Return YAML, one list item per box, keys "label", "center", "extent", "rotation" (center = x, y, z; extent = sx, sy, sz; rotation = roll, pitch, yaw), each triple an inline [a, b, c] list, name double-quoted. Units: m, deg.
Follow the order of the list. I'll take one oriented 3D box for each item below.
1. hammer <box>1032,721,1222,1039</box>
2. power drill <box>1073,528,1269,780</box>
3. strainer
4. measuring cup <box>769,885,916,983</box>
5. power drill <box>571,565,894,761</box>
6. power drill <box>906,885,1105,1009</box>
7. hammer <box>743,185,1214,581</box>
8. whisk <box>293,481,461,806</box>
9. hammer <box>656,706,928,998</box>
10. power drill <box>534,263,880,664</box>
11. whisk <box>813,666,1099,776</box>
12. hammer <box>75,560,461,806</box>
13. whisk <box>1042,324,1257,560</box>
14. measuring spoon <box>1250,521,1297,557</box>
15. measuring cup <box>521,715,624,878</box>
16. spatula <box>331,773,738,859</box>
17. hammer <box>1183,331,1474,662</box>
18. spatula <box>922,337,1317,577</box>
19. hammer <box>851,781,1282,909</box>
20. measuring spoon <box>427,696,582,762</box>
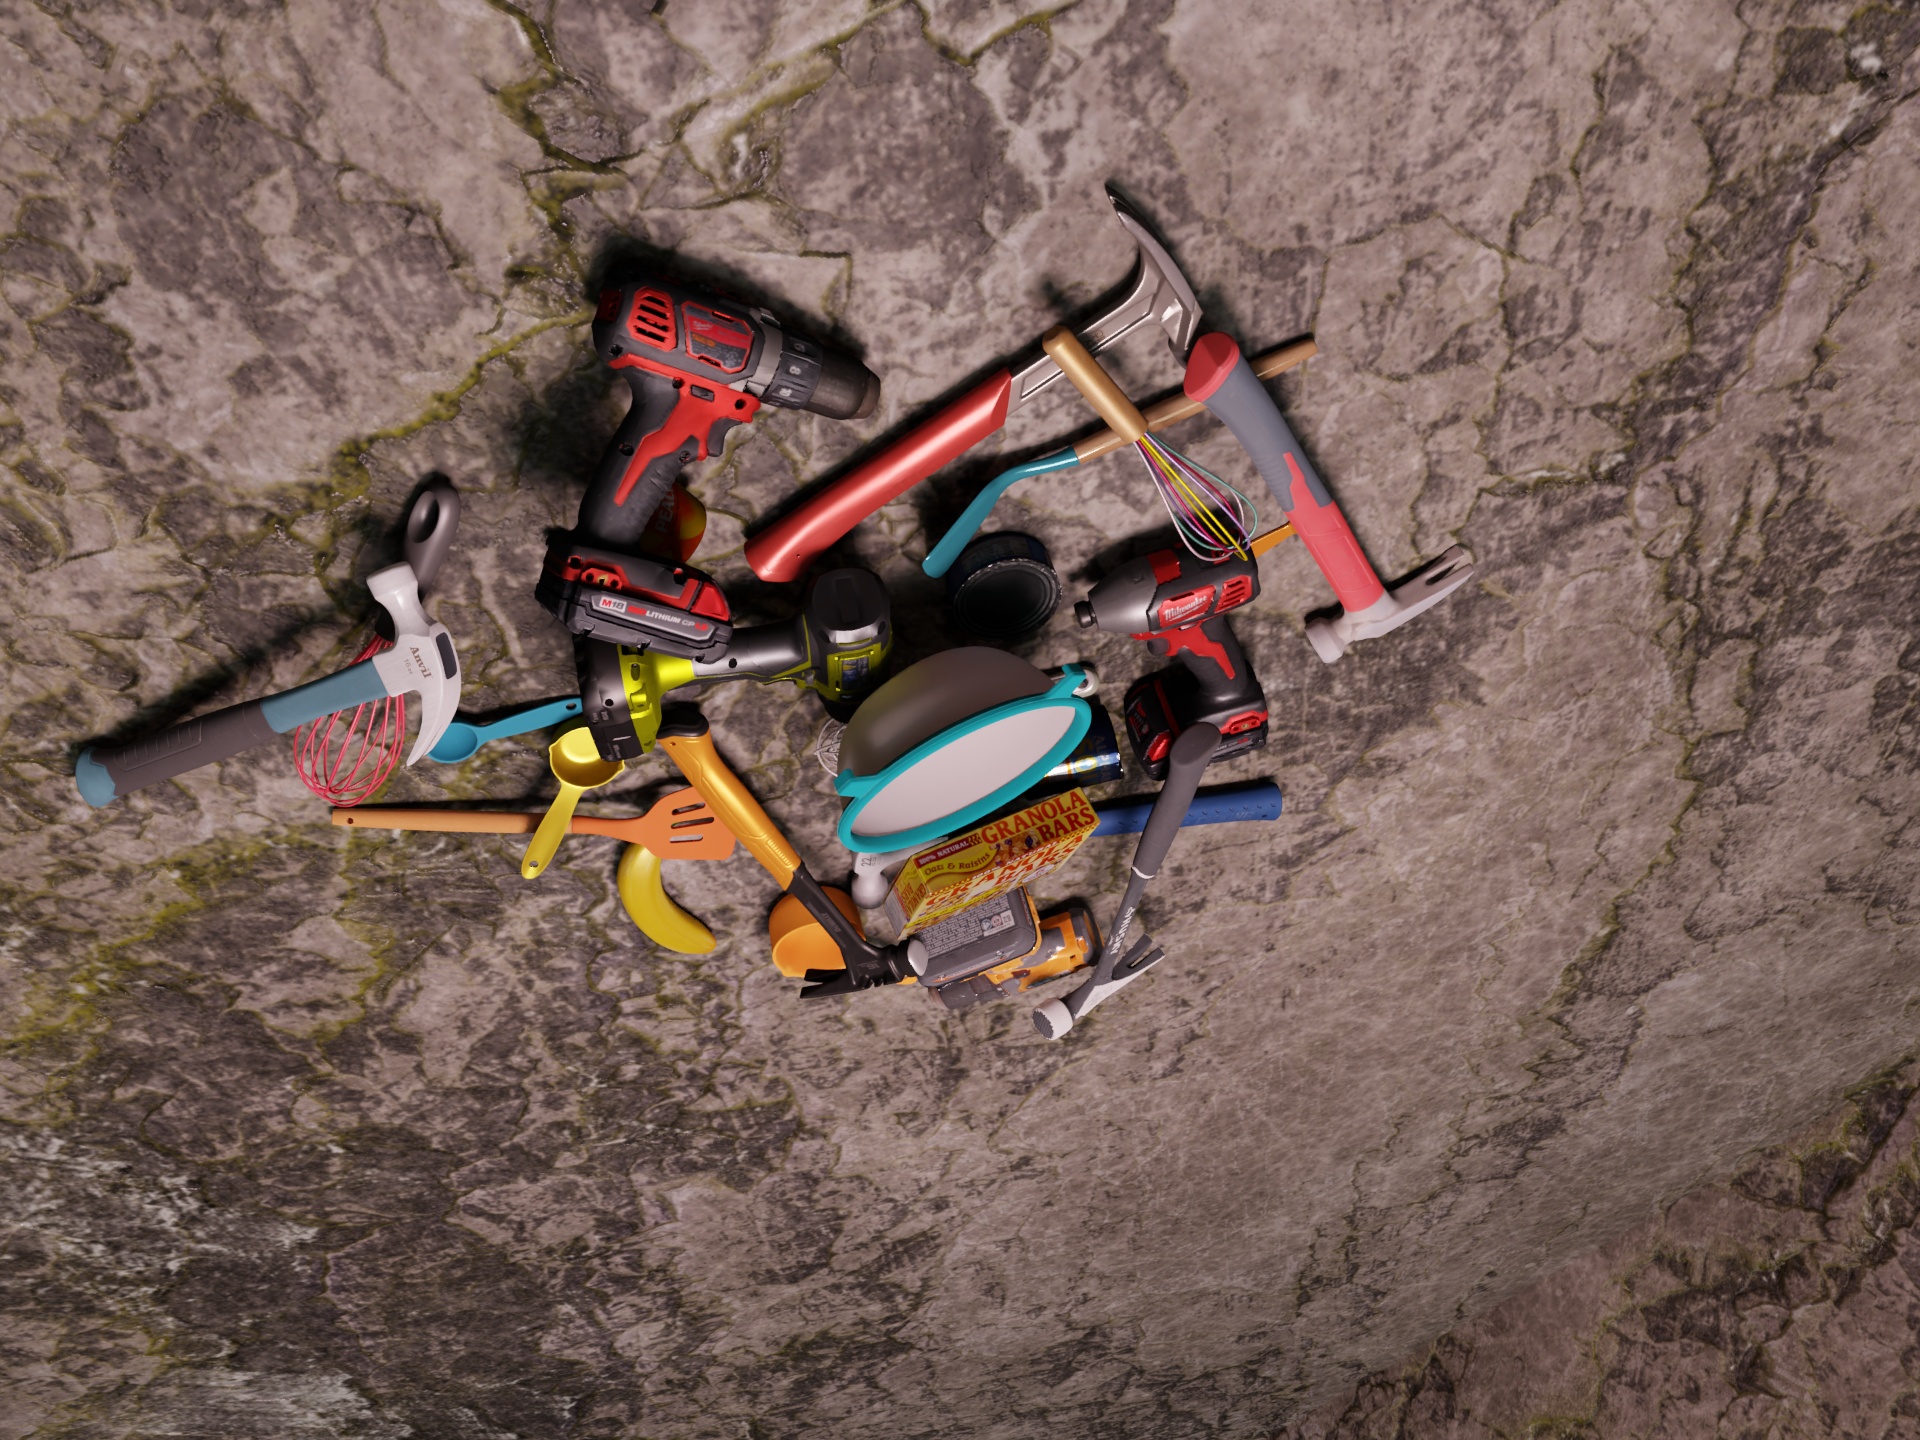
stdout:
- label: "hammer"
  center: [0.163, 0.142, 1.415]
  extent: [0.149, 0.036, 0.408]
  rotation: [-27, 150, -30]
- label: "power drill"
  center: [0.174, -0.053, 1.286]
  extent: [0.143, 0.079, 0.219]
  rotation: [-18, 140, 2]
- label: "strainer"
  center: [-0.014, 0.030, 1.260]
  extent: [0.211, 0.095, 0.340]
  rotation: [-26, 162, -9]
- label: "measuring cup"
  center: [-0.107, 0.209, 1.512]
  extent: [0.095, 0.052, 0.173]
  rotation: [-39, 136, 24]
- label: "power drill"
  center: [-0.162, -0.034, 1.188]
  extent: [0.228, 0.080, 0.190]
  rotation: [-10, 158, -8]
- label: "power drill"
  center: [0.022, 0.222, 1.524]
  extent: [0.185, 0.084, 0.226]
  rotation: [-24, 156, 16]
- label: "hammer"
  center: [-0.005, -0.207, 1.088]
  extent: [0.359, 0.037, 0.149]
  rotation: [-31, 137, 16]
- label: "whisk"
  center: [-0.406, -0.048, 1.123]
  extent: [0.073, 0.073, 0.295]
  rotation: [13, 126, -30]
- label: "hammer"
  center: [-0.160, 0.117, 1.346]
  extent: [0.127, 0.034, 0.336]
  rotation: [-16, 127, 24]
- label: "power drill"
  center: [-0.160, -0.155, 1.008]
  extent: [0.187, 0.080, 0.226]
  rotation: [13, 98, -31]
- label: "whisk"
  center: [-0.002, -0.004, 1.313]
  extent: [0.246, 0.058, 0.059]
  rotation: [-15, 174, -7]
- label: "hammer"
  center: [-0.491, -0.002, 1.113]
  extent: [0.331, 0.033, 0.128]
  rotation: [-17, 105, 19]
- label: "whisk"
  center: [0.135, -0.185, 1.092]
  extent: [0.051, 0.047, 0.244]
  rotation: [-25, 134, 28]
- label: "measuring spoon"
  center: [0.230, -0.130, 1.269]
  extent: [0.117, 0.011, 0.021]
  rotation: [-30, 137, 16]
- label: "measuring cup"
  center: [-0.318, 0.061, 1.271]
  extent: [0.062, 0.029, 0.156]
  rotation: [19, 117, -27]
- label: "spatula"
  center: [-0.343, 0.081, 1.304]
  extent: [0.322, 0.041, 0.081]
  rotation: [3, 111, -12]
- label: "hammer"
  center: [0.272, -0.172, 1.190]
  extent: [0.143, 0.038, 0.385]
  rotation: [-32, 142, 14]
- label: "spatula"
  center: [0.111, -0.191, 1.137]
  extent: [0.317, 0.044, 0.082]
  rotation: [-24, 175, 6]
- label: "hammer"
  center: [0.101, 0.095, 1.463]
  extent: [0.405, 0.035, 0.144]
  rotation: [-7, 139, -11]
- label: "measuring spoon"
  center: [-0.351, -0.001, 1.228]
  extent: [0.128, 0.021, 0.042]
  rotation: [-17, 138, -13]
